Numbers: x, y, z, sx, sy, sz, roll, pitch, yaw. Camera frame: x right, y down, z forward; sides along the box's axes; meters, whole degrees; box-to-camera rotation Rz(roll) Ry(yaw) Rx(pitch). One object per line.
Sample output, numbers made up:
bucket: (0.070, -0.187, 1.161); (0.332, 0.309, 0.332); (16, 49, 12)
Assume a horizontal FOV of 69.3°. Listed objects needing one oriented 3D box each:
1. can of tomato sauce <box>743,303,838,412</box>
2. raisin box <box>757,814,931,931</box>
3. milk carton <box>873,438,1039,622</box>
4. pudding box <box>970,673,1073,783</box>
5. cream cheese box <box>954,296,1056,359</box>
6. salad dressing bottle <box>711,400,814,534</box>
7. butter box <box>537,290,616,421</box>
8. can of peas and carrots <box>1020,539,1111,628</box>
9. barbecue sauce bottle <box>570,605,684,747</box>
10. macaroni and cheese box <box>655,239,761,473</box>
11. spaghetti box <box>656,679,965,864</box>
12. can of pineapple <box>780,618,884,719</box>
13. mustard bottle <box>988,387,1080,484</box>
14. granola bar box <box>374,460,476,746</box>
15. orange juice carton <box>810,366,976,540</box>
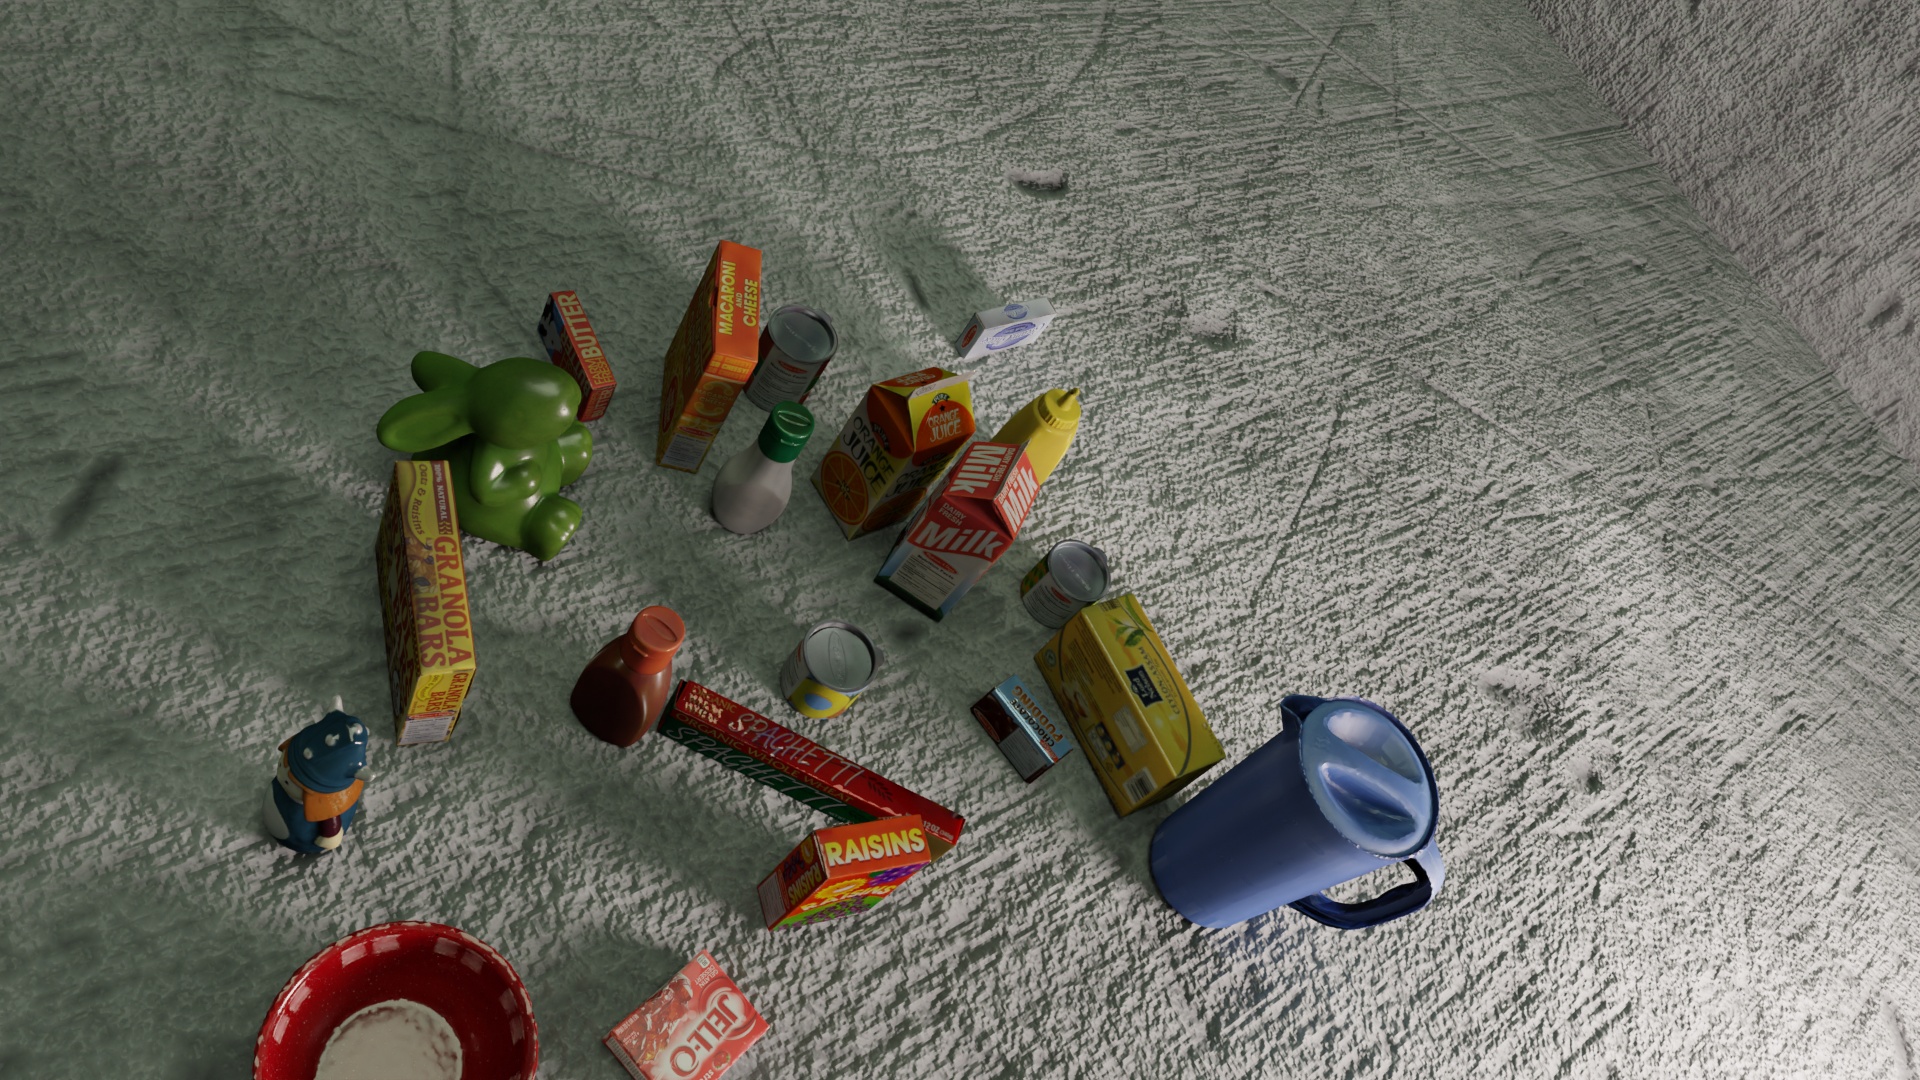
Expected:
can of tomato sauce: (-0.157, -0.167, 1.275); (0.071, 0.082, 0.071); (15, 54, -21)
raisin box: (-0.086, 0.243, 1.016); (0.086, 0.122, 0.040); (-2, 61, -31)
milk carton: (0.004, -0.015, 1.194); (0.073, 0.189, 0.073); (34, 49, -6)
pudding box: (0.052, 0.162, 1.197); (0.030, 0.049, 0.084); (-31, 78, -40)
cream cheese box: (0.047, -0.221, 1.446); (0.104, 0.053, 0.024); (-20, 71, -37)
salad dressing bottle: (-0.163, -0.060, 1.158); (0.064, 0.147, 0.044); (19, 52, -18)
butter box: (-0.329, -0.158, 1.191); (0.024, 0.053, 0.104); (-15, 68, -36)
can of peas and carrots: (0.099, 0.040, 1.299); (0.071, 0.058, 0.071); (15, 54, -21)
barbecue sauce bottle: (-0.239, 0.097, 1.010); (0.065, 0.147, 0.044); (40, 49, -1)
macaroni and cheese box: (-0.215, -0.153, 1.178); (0.040, 0.165, 0.124); (12, 55, -23)
spaghetti box: (-0.117, 0.183, 1.087); (0.250, 0.050, 0.029); (28, 50, -11)
can of pineapple: (-0.106, 0.107, 1.138); (0.071, 0.057, 0.071); (15, 54, -21)
mustard bottle: (0.074, -0.100, 1.311); (0.065, 0.159, 0.049); (2, 59, -29)
granola bar box: (-0.379, 0.044, 0.981); (0.039, 0.123, 0.166); (-2, 61, -30)
orange juice carton: (-0.053, -0.085, 1.207); (0.072, 0.191, 0.073); (-21, 72, -38)
